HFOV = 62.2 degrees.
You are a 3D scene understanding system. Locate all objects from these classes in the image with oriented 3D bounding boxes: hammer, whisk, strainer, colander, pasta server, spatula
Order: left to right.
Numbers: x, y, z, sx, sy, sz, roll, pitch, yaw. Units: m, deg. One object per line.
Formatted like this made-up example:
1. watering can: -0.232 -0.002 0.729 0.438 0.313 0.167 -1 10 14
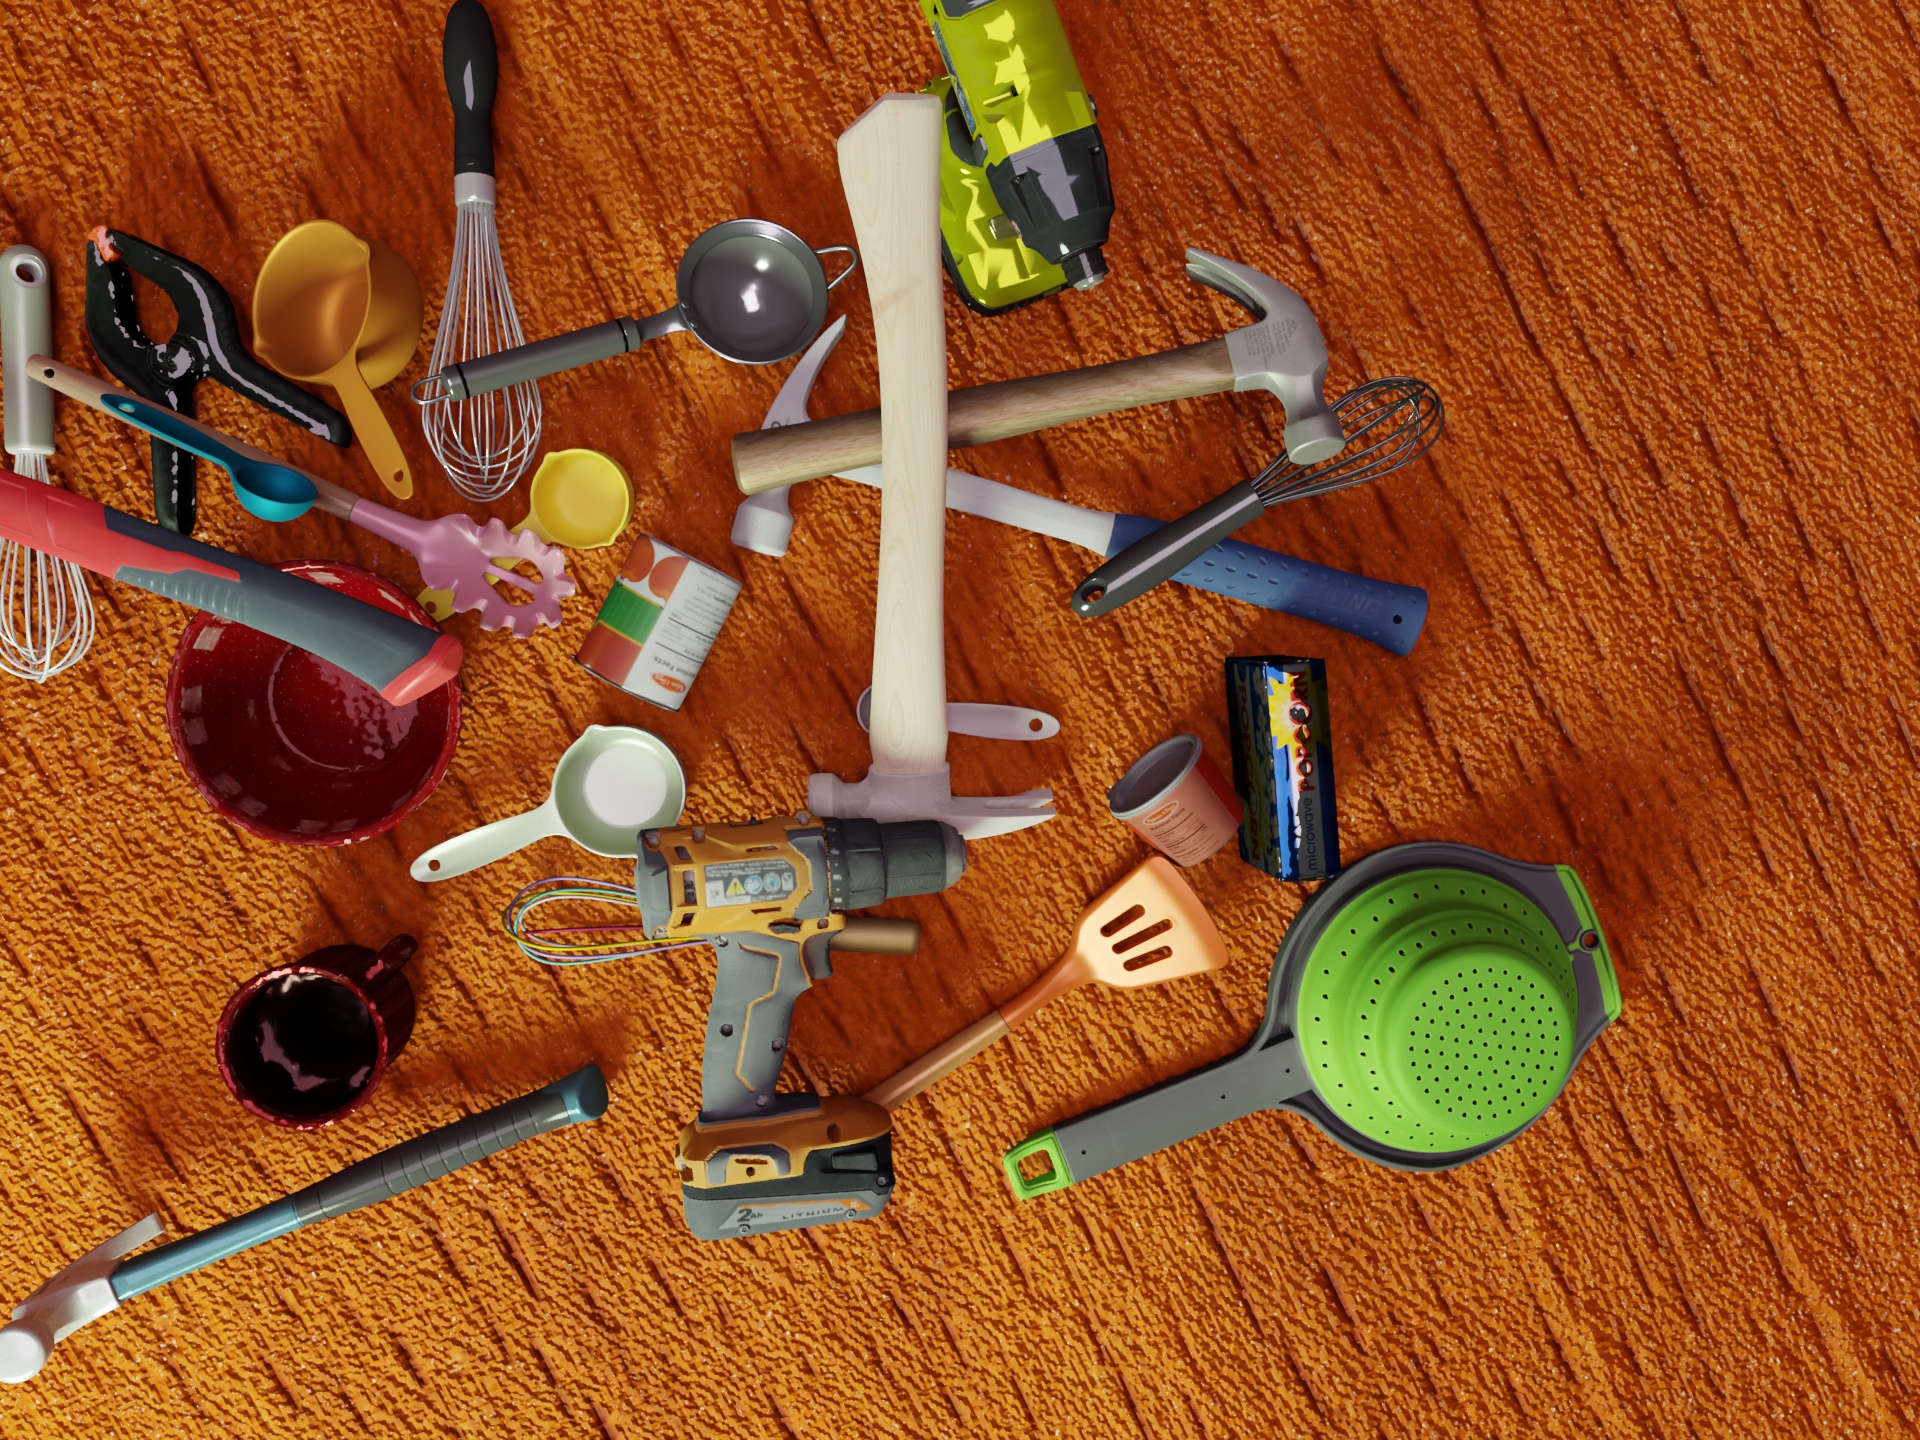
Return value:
1. whisk: -0.523 -0.144 0.896 0.057 0.059 0.246 -2 91 -40
2. hammer: -0.449 -0.109 0.854 0.386 0.038 0.143 20 85 0
3. pasta server: -0.362 -0.129 0.880 0.316 0.040 0.060 25 90 -8
4. hammer: -0.362 0.274 0.908 0.331 0.128 0.033 -21 96 -11
5. whisk: -0.271 -0.265 0.896 0.070 0.070 0.284 -2 90 -3
6. strainer: -0.179 -0.218 0.885 0.258 0.050 0.087 -22 87 -20
7. whisk: -0.146 0.125 0.938 0.245 0.047 0.051 4 93 -7
8. hammer: -0.016 -0.116 0.854 0.146 0.038 0.410 -1 118 -3
9. spatula: 0.007 0.195 0.953 0.322 0.041 0.081 -34 96 0
10. hammer: 0.036 -0.177 0.883 0.331 0.031 0.130 -11 75 3
11. hammer: 0.079 -0.118 0.937 0.405 0.035 0.144 15 93 -5
12. whisk: 0.167 -0.124 0.903 0.239 0.055 0.055 -31 96 4
13. colander: 0.217 0.208 0.939 0.397 0.094 0.204 -21 95 -2

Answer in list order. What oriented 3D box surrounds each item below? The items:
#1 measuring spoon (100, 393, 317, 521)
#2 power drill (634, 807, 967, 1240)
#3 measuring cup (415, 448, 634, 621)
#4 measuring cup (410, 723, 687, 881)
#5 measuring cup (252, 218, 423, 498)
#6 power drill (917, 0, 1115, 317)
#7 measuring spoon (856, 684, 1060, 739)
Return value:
1. measuring spoon: -0.407 -0.139 0.854 0.128 0.042 0.021 27 117 4
2. power drill: -0.083 0.162 0.898 0.185 0.084 0.226 -5 94 -11
3. measuring cup: -0.257 -0.102 0.927 0.156 0.029 0.062 -33 98 11
4. measuring cup: -0.239 0.056 0.930 0.167 0.038 0.083 -22 95 0
5. measuring cup: -0.322 -0.191 0.874 0.095 0.052 0.174 -33 77 20
6. power drill: 0.025 -0.291 0.826 0.080 0.223 0.171 -21 95 -2
7. measuring spoon: -0.002 -0.003 0.954 0.124 0.018 0.034 6 102 -11
